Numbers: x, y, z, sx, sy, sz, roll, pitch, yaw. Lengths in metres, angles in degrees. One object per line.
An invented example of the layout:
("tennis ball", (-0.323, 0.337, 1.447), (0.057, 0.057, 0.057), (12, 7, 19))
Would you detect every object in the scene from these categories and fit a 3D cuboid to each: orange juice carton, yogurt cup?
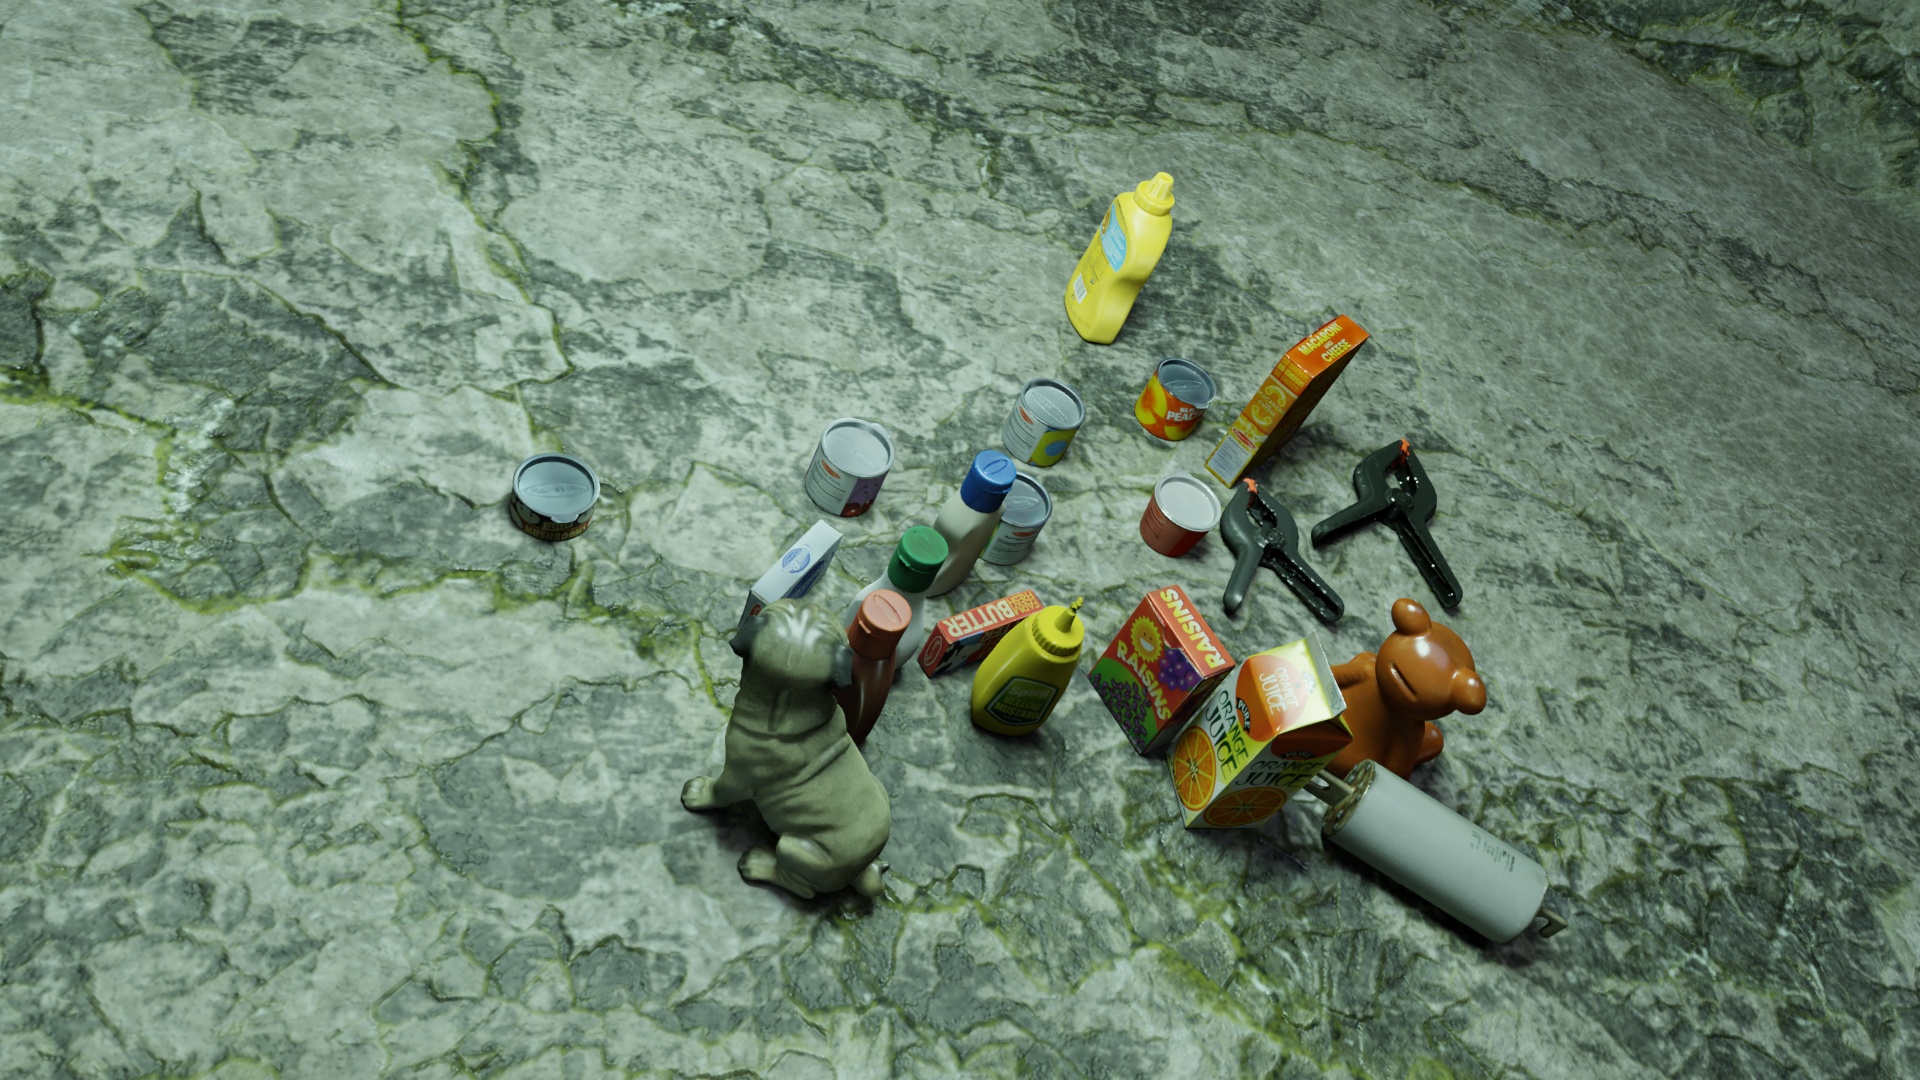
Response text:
("orange juice carton", (0.240, 0.151, 1.091), (0.073, 0.191, 0.072), (5, 50, -21))
("yogurt cup", (0.205, -0.021, 1.317), (0.072, 0.053, 0.073), (13, 48, -15))

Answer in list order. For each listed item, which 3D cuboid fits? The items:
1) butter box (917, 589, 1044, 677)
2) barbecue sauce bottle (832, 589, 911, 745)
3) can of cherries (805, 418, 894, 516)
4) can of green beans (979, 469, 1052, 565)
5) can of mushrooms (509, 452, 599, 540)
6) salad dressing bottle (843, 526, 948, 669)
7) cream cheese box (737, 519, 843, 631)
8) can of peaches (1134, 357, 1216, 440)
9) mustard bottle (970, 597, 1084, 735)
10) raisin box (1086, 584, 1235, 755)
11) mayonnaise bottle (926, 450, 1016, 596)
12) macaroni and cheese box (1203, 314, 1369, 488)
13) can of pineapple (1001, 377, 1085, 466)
("butter box", (0.017, 0.076, 1.149), (0.104, 0.052, 0.024), (-18, 61, -35))
("barbecue sauce bottle", (-0.076, 0.093, 1.026), (0.044, 0.147, 0.065), (-26, 66, -38))
("can of cherries", (-0.095, -0.064, 1.213), (0.071, 0.058, 0.072), (13, 48, -15))
("can of green beans", (0.041, -0.020, 1.238), (0.071, 0.057, 0.071), (13, 48, -15))
("can of mushrooms", (-0.321, -0.033, 1.099), (0.071, 0.033, 0.071), (13, 48, -15))
("salad dressing bottle", (-0.050, 0.048, 1.077), (0.044, 0.146, 0.064), (-28, 68, -39))
("cream cheese box", (-0.137, 0.032, 1.115), (0.024, 0.053, 0.104), (35, 46, 6))
("can of peaches", (0.220, -0.143, 1.425), (0.071, 0.057, 0.071), (13, 48, -15))
("mustard bottle", (0.058, 0.094, 1.079), (0.065, 0.159, 0.049), (15, 48, -13))
("raisin box", (0.162, 0.107, 1.141), (0.040, 0.122, 0.086), (-14, 59, -33))
("mayonnaise bottle", (0.004, -0.014, 1.154), (0.065, 0.147, 0.041), (-29, 69, -39))
("macaroni and cheese box", (0.326, -0.140, 1.395), (0.040, 0.165, 0.124), (44, 48, 14))
("can of pineapple", (0.081, -0.114, 1.336), (0.071, 0.057, 0.071), (13, 48, -15))
